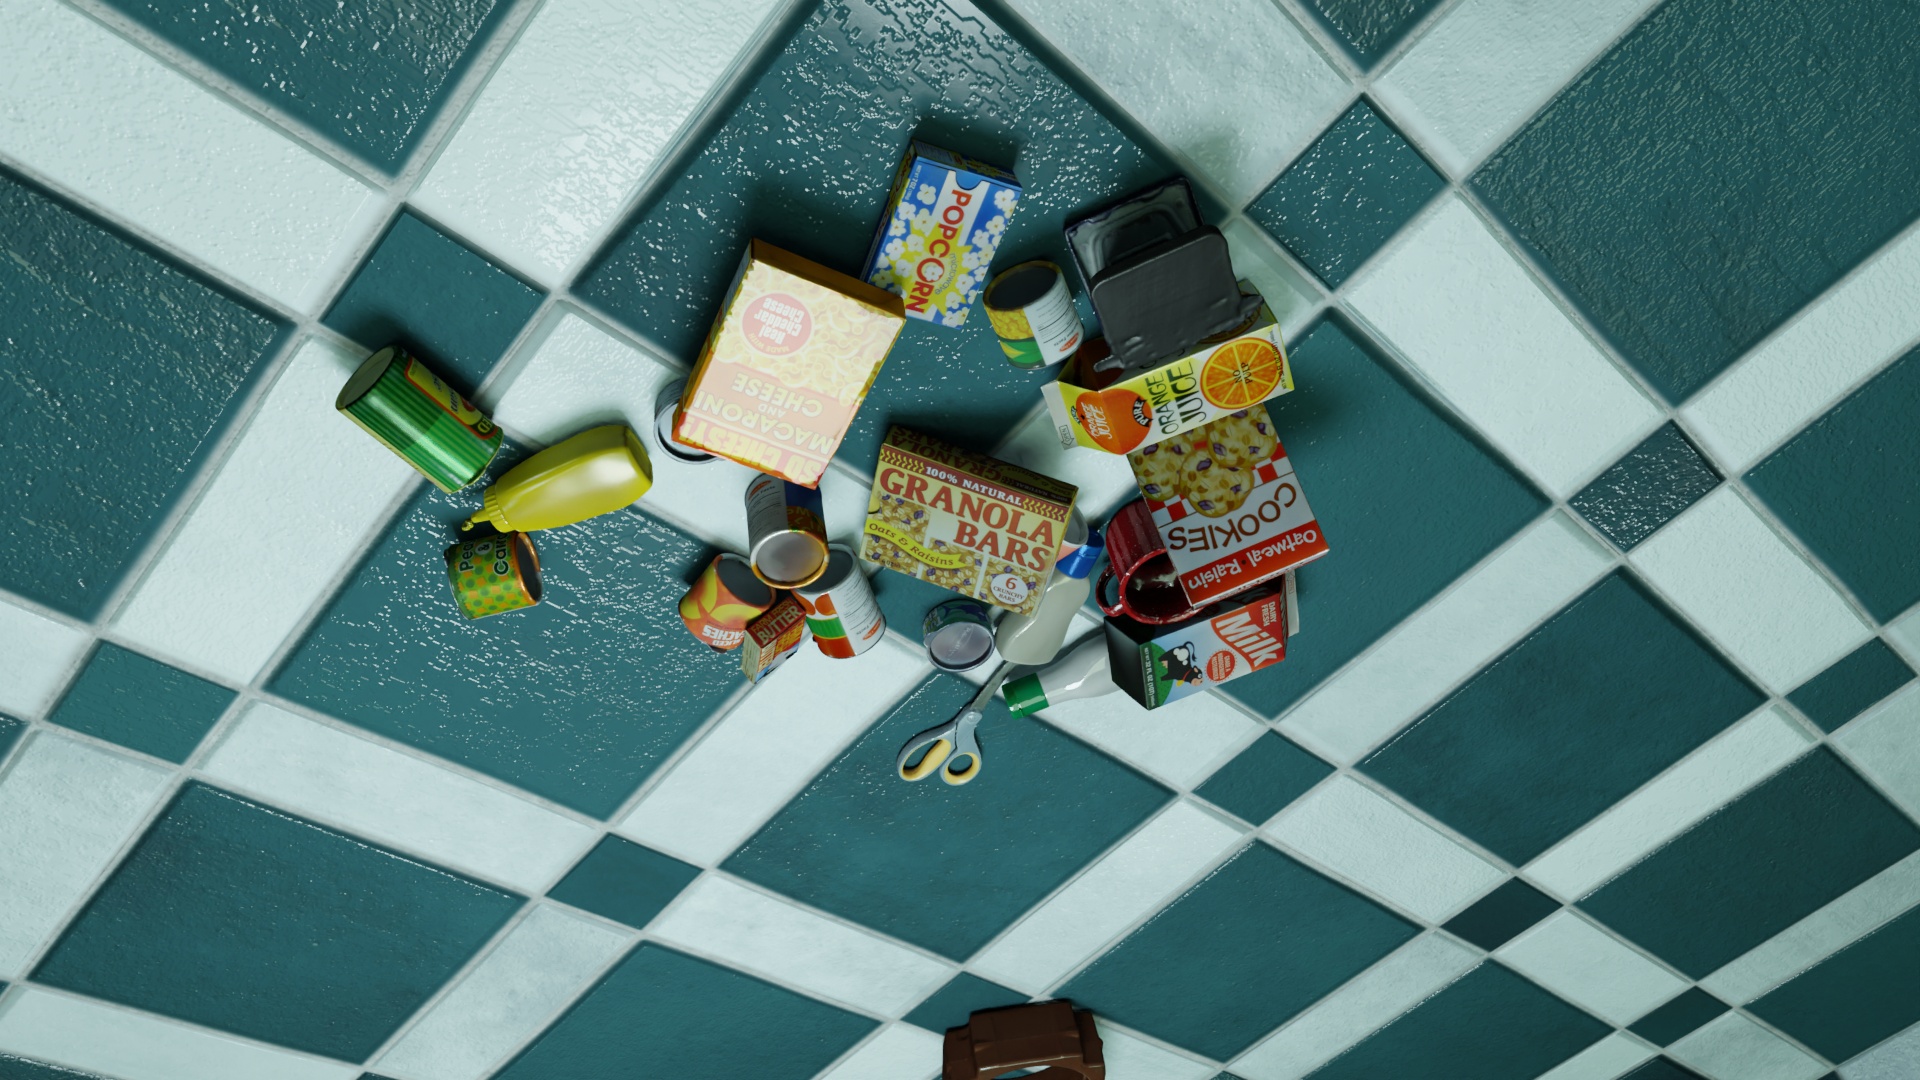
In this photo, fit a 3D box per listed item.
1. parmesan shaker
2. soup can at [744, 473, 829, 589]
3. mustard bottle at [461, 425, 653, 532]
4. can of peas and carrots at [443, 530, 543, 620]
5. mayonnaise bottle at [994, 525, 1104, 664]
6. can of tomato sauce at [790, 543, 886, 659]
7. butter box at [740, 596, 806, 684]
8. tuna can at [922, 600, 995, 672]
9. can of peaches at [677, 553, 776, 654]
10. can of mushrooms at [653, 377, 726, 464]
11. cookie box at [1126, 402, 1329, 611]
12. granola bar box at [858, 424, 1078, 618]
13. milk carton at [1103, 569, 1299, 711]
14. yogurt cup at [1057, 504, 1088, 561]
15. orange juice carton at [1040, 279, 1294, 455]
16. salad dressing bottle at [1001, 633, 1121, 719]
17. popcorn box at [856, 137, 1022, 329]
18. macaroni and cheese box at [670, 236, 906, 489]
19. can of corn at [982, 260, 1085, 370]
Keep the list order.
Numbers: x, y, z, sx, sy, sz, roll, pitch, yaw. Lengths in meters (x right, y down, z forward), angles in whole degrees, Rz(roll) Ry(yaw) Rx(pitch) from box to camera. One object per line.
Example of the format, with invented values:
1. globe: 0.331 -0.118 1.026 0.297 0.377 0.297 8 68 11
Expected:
1. parmesan shaker: -0.408 -0.091 1.051 0.071 0.071 0.103 -33 127 15
2. soup can: -0.144 -0.009 1.167 0.071 0.084 0.071 -6 130 -7
3. mustard bottle: -0.332 -0.042 1.123 0.160 0.049 0.065 -19 130 5
4. can of peas and carrots: -0.387 0.027 1.155 0.059 0.071 0.070 -13 130 -2
5. mayonnaise bottle: 0.086 0.051 1.293 0.065 0.041 0.147 7 126 -31
6. can of tomato sauce: -0.112 0.054 1.237 0.071 0.071 0.082 -18 130 3
7. butter box: -0.168 0.090 1.238 0.053 0.024 0.103 -38 168 -24
8. tuna can: -0.004 0.090 1.310 0.071 0.033 0.070 -6 130 -7
9. can of peaches: -0.203 0.055 1.215 0.071 0.071 0.058 28 117 -30
10. can of mushrooms: -0.211 -0.095 1.115 0.071 0.033 0.070 -6 129 -8
11. cookie box: 0.220 -0.041 1.175 0.123 0.167 0.040 -23 170 7
12. granola bar box: 0.004 -0.015 1.179 0.166 0.039 0.123 19 127 6
13. milk carton: 0.237 0.085 1.306 0.191 0.073 0.072 -17 114 -18
14. yogurt cup: 0.071 -0.008 1.228 0.072 0.073 0.053 27 127 -29
15. orange juice carton: 0.165 -0.134 1.137 0.193 0.073 0.071 -21 130 6
16. salad dressing bottle: 0.114 0.132 1.356 0.148 0.044 0.064 -21 132 0
17. popcorn box: -0.018 -0.228 1.044 0.085 0.038 0.126 13 125 -20
18. macaroni and cheese box: -0.132 -0.130 1.052 0.124 0.040 0.165 19 122 -21
19. can of corn: 0.055 -0.177 1.086 0.071 0.071 0.058 -22 129 6
